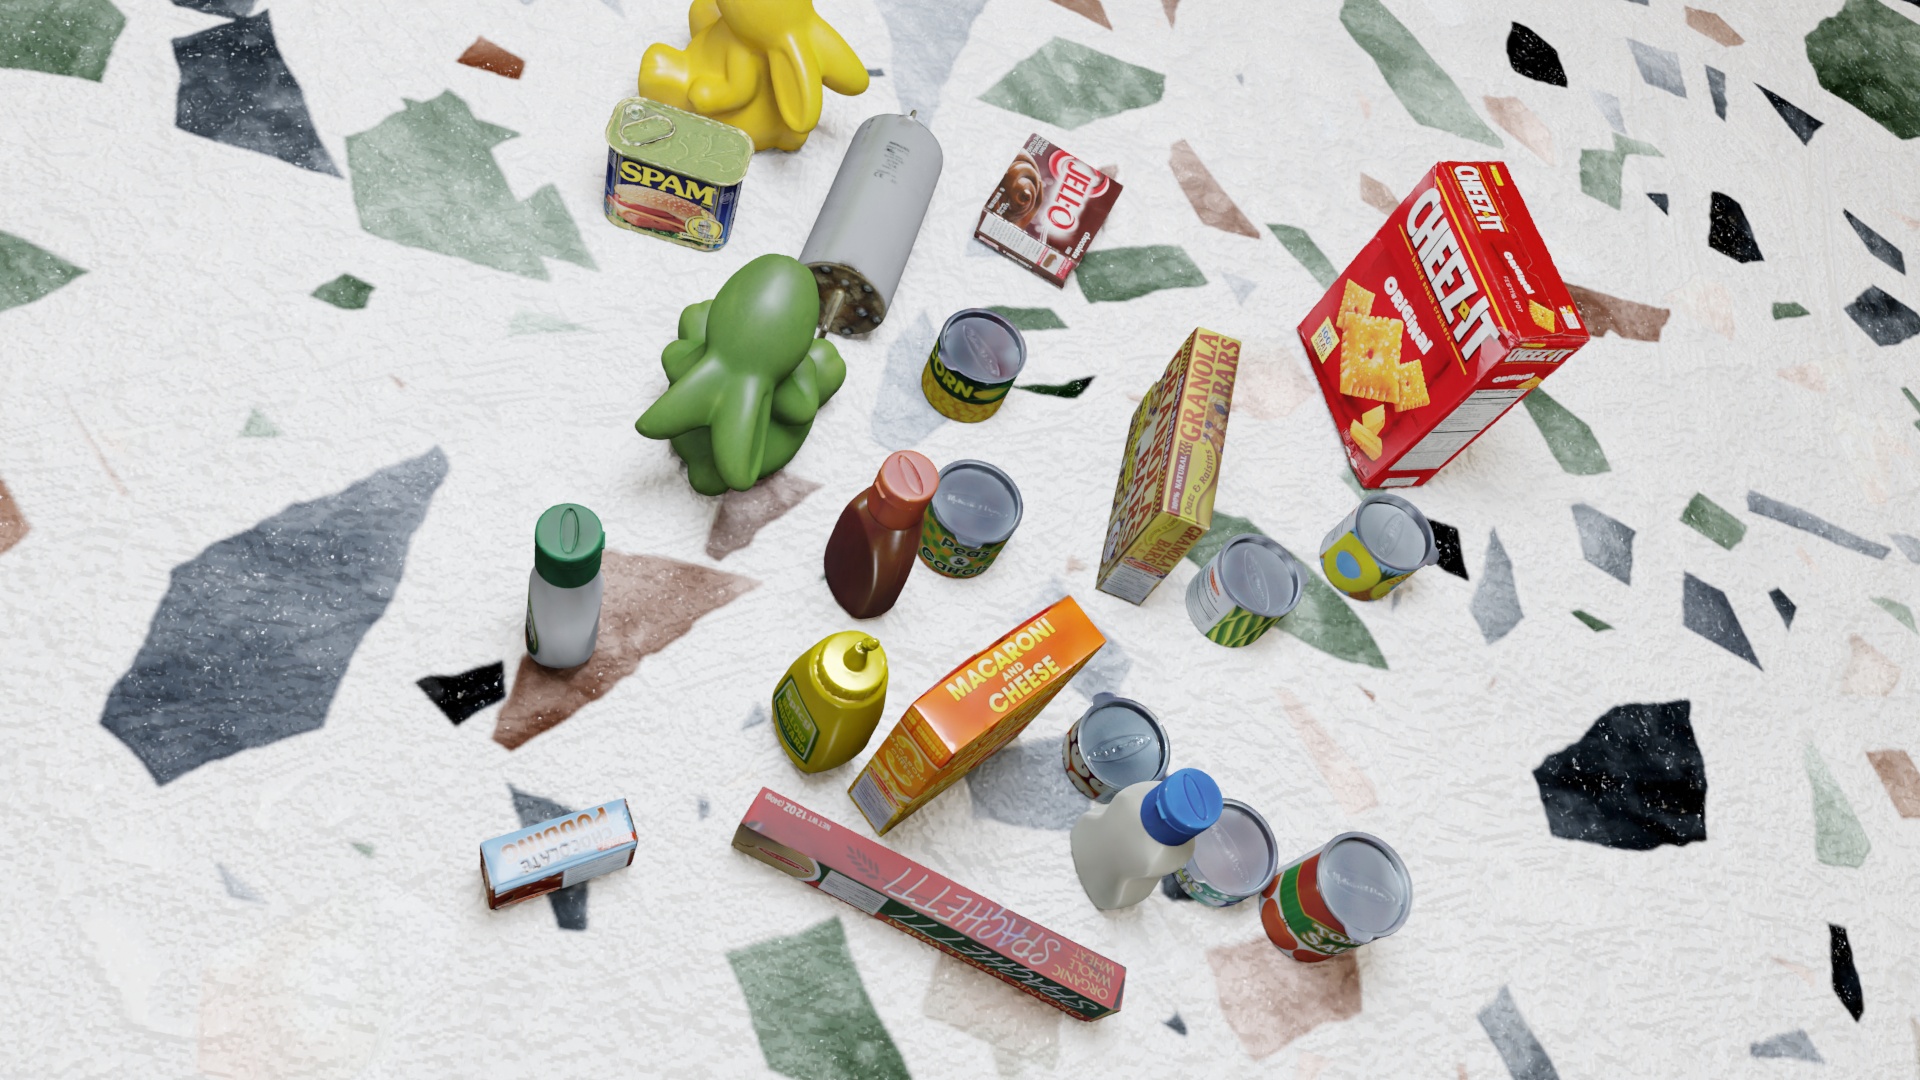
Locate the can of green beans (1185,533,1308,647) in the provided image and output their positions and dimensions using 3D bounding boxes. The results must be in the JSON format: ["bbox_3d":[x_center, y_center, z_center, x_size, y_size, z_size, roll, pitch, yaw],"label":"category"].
[{"bbox_3d":[0.205,0.037,1.006,0.071,0.057,0.071,8,61,-14],"label":"can of green beans"}]

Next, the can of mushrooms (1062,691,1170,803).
[{"bbox_3d":[0.103,0.139,0.932,0.071,0.033,0.071,8,60,-14],"label":"can of mushrooms"}]

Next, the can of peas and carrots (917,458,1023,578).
[{"bbox_3d":[0.003,-0.012,0.967,0.071,0.058,0.071,8,61,-14],"label":"can of peas and carrots"}]

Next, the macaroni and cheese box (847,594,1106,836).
[{"bbox_3d":[0.006,0.108,0.838,0.124,0.165,0.040,-32,76,-30],"label":"macaroni and cheese box"}]

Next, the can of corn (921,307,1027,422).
[{"bbox_3d":[0.007,-0.128,1.032,0.071,0.058,0.071,8,61,-14],"label":"can of corn"}]

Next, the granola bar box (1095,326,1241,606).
[{"bbox_3d":[0.148,-0.053,0.998,0.039,0.123,0.166,20,58,-7],"label":"granola bar box"}]

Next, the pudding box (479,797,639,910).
[{"bbox_3d":[-0.229,0.179,0.791,0.084,0.049,0.030,-15,68,-25],"label":"pudding box"}]

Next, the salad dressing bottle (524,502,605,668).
[{"bbox_3d":[-0.232,0.027,0.816,0.044,0.147,0.064,3,62,-17],"label":"salad dressing bottle"}]

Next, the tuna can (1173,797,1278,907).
[{"bbox_3d":[0.171,0.208,0.917,0.071,0.032,0.071,8,60,-14],"label":"tuna can"}]

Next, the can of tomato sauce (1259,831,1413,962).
[{"bbox_3d":[0.240,0.233,0.896,0.071,0.082,0.071,8,61,-14],"label":"can of tomato sauce"}]

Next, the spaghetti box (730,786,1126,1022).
[{"bbox_3d":[-0.019,0.222,0.837,0.250,0.050,0.029,27,58,-3],"label":"spaghetti box"}]

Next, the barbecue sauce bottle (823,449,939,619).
[{"bbox_3d":[-0.051,-0.006,0.892,0.044,0.147,0.065,-16,69,-25],"label":"barbecue sauce bottle"}]

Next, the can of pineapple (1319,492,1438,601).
[{"bbox_3d":[0.318,0.007,1.060,0.071,0.057,0.071,8,61,-14],"label":"can of pineapple"}]

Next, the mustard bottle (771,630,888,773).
[{"bbox_3d":[-0.074,0.089,0.826,0.049,0.159,0.065,-21,71,-27],"label":"mustard bottle"}]

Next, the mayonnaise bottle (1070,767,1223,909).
[{"bbox_3d":[0.113,0.179,0.846,0.041,0.147,0.065,-10,66,-23],"label":"mayonnaise bottle"}]
